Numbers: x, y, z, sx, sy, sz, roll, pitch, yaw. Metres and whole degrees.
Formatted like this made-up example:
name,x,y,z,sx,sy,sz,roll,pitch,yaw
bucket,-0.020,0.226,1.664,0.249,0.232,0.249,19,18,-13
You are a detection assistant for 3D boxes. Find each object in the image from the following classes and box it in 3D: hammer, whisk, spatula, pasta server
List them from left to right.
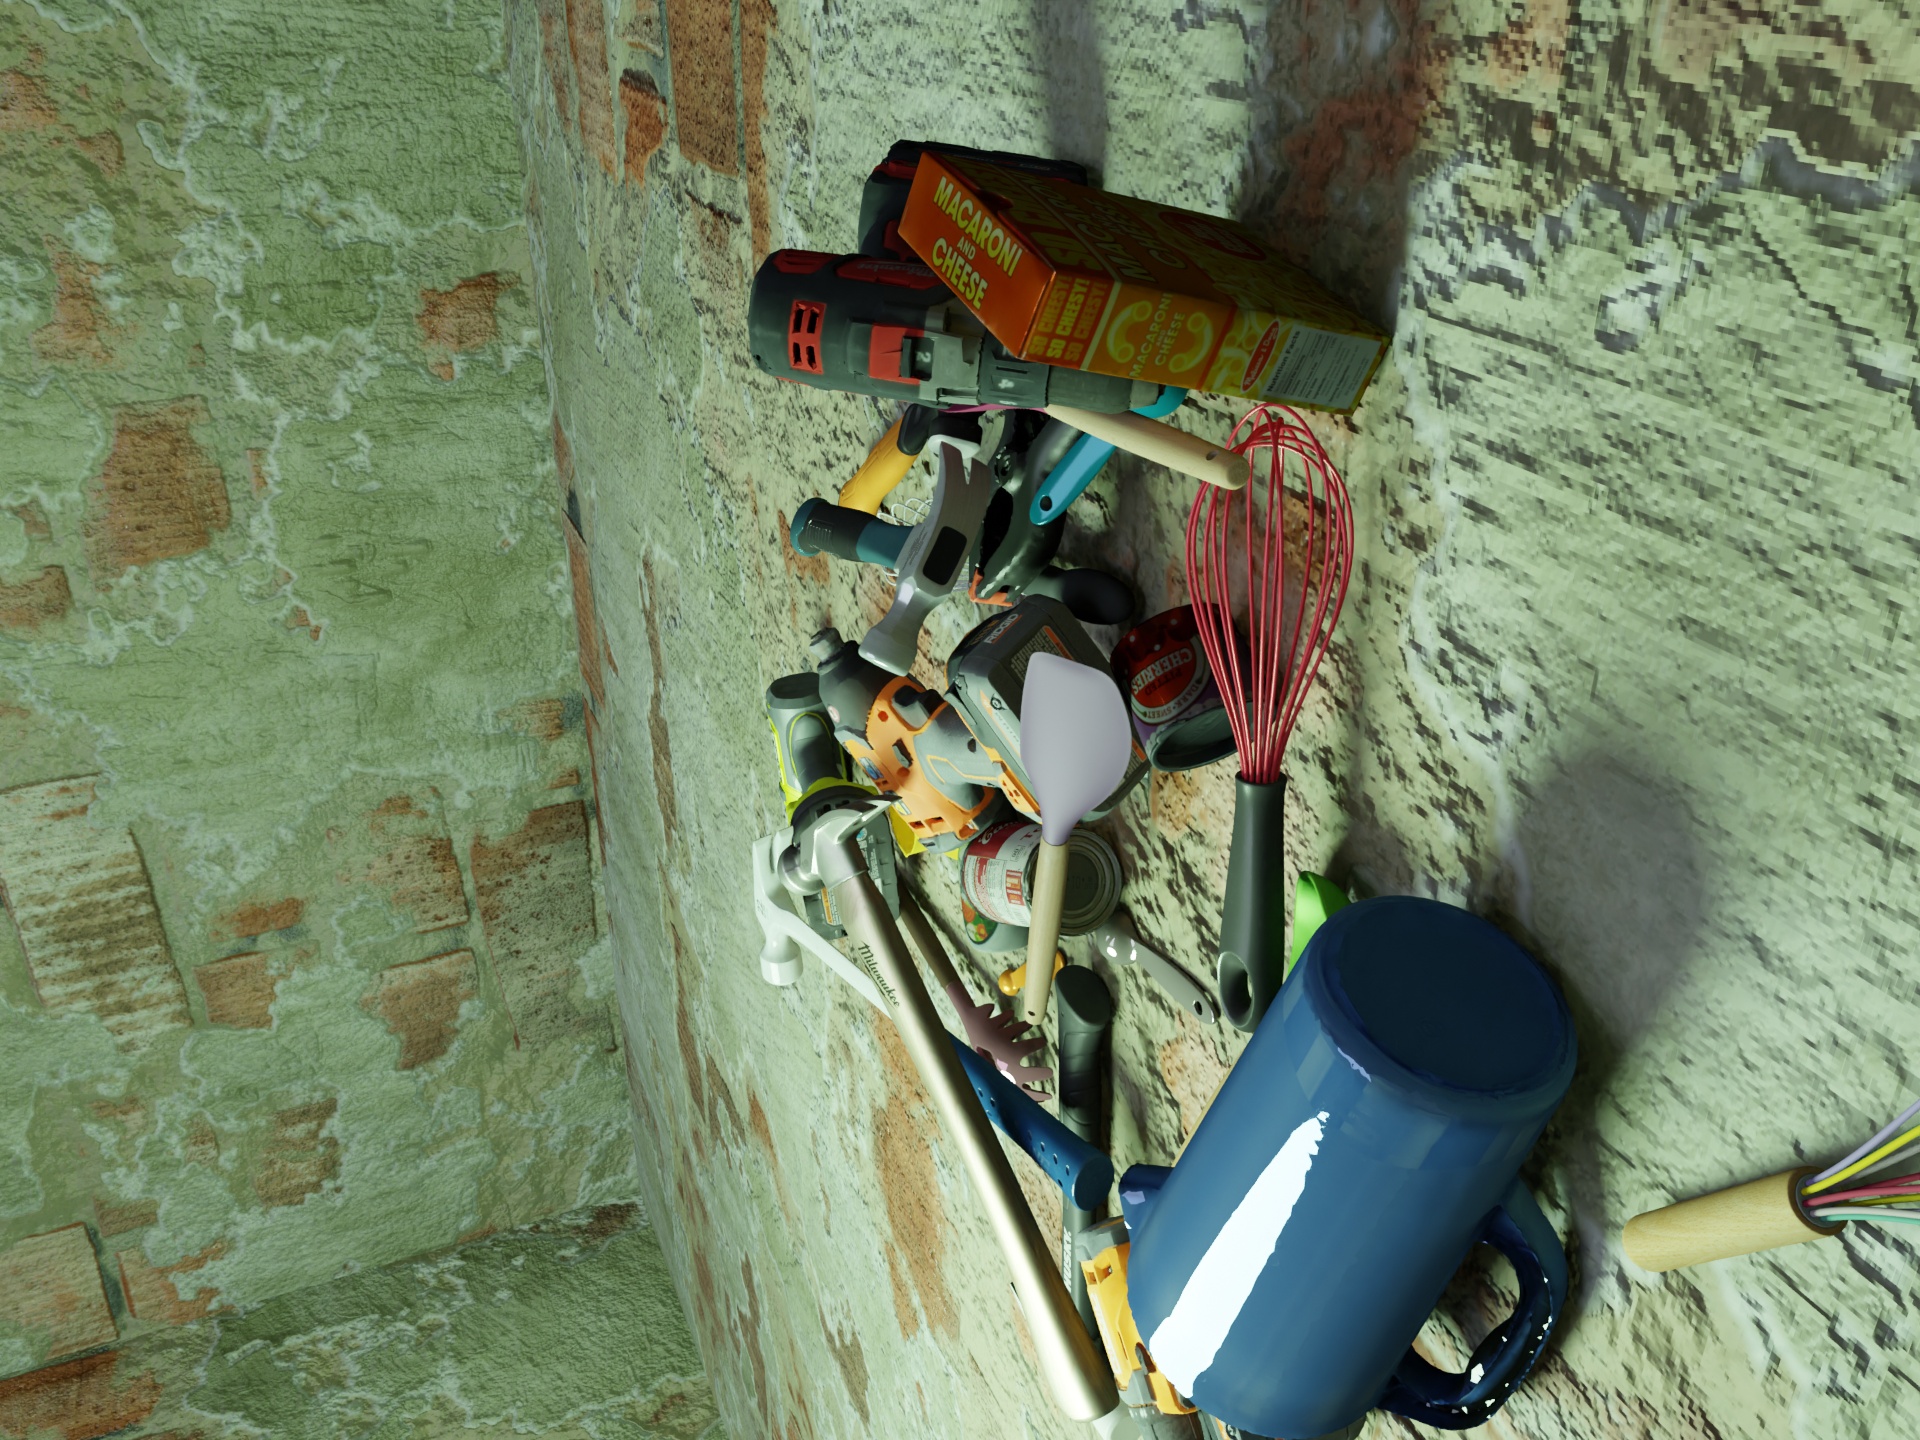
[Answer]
name,x,y,z,sx,sy,sz,roll,pitch,yaw
hammer,-0.059,-0.112,0.992,0.128,0.033,0.331,-62,20,1
hammer,-0.038,0.209,1.124,0.406,0.035,0.144,31,133,47
hammer,-0.036,-0.199,1.082,0.337,0.034,0.127,154,126,-73
pasta server,-0.006,0.194,1.247,0.316,0.040,0.060,-129,34,-58
hammer,0.002,0.244,1.012,0.411,0.038,0.146,64,147,9
whisk,0.023,-0.094,0.987,0.285,0.070,0.070,27,126,58
spatula,0.053,0.080,0.876,0.060,0.018,0.315,20,140,15
hammer,0.078,0.316,1.076,0.146,0.035,0.334,-141,44,-58
whisk,0.135,0.007,0.712,0.073,0.073,0.295,-145,50,-61
whisk,0.277,0.144,0.480,0.244,0.047,0.051,113,153,-62

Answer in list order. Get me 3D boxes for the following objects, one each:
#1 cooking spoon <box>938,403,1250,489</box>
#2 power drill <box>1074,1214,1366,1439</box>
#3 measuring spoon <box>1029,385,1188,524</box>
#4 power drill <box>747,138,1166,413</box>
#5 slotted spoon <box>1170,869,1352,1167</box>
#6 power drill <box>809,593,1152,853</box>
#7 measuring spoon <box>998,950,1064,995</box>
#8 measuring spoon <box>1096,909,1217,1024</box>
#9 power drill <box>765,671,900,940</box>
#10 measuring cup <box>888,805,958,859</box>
name,x,y,z,sx,sy,sz,roll,pitch,yaw
cooking spoon,0.056,-0.151,0.775,0.017,0.069,0.319,51,177,-28
power drill,0.140,0.367,0.887,0.226,0.084,0.185,123,131,-67
measuring spoon,0.069,-0.145,0.818,0.042,0.021,0.128,54,127,17
power drill,0.014,-0.211,0.776,0.227,0.188,0.080,-71,-11,-57
slotted spoon,0.153,0.177,0.828,0.313,0.031,0.070,103,162,-51
power drill,-0.002,-0.003,0.948,0.164,0.084,0.226,52,152,-12
measuring spoon,0.048,0.177,1.114,0.117,0.011,0.021,136,121,-65
measuring spoon,0.111,0.147,0.930,0.124,0.018,0.034,-144,47,-60
power drill,-0.114,0.087,1.368,0.229,0.080,0.190,-118,19,-60
measuring cup,-0.014,0.082,1.208,0.157,0.029,0.062,18,117,64
